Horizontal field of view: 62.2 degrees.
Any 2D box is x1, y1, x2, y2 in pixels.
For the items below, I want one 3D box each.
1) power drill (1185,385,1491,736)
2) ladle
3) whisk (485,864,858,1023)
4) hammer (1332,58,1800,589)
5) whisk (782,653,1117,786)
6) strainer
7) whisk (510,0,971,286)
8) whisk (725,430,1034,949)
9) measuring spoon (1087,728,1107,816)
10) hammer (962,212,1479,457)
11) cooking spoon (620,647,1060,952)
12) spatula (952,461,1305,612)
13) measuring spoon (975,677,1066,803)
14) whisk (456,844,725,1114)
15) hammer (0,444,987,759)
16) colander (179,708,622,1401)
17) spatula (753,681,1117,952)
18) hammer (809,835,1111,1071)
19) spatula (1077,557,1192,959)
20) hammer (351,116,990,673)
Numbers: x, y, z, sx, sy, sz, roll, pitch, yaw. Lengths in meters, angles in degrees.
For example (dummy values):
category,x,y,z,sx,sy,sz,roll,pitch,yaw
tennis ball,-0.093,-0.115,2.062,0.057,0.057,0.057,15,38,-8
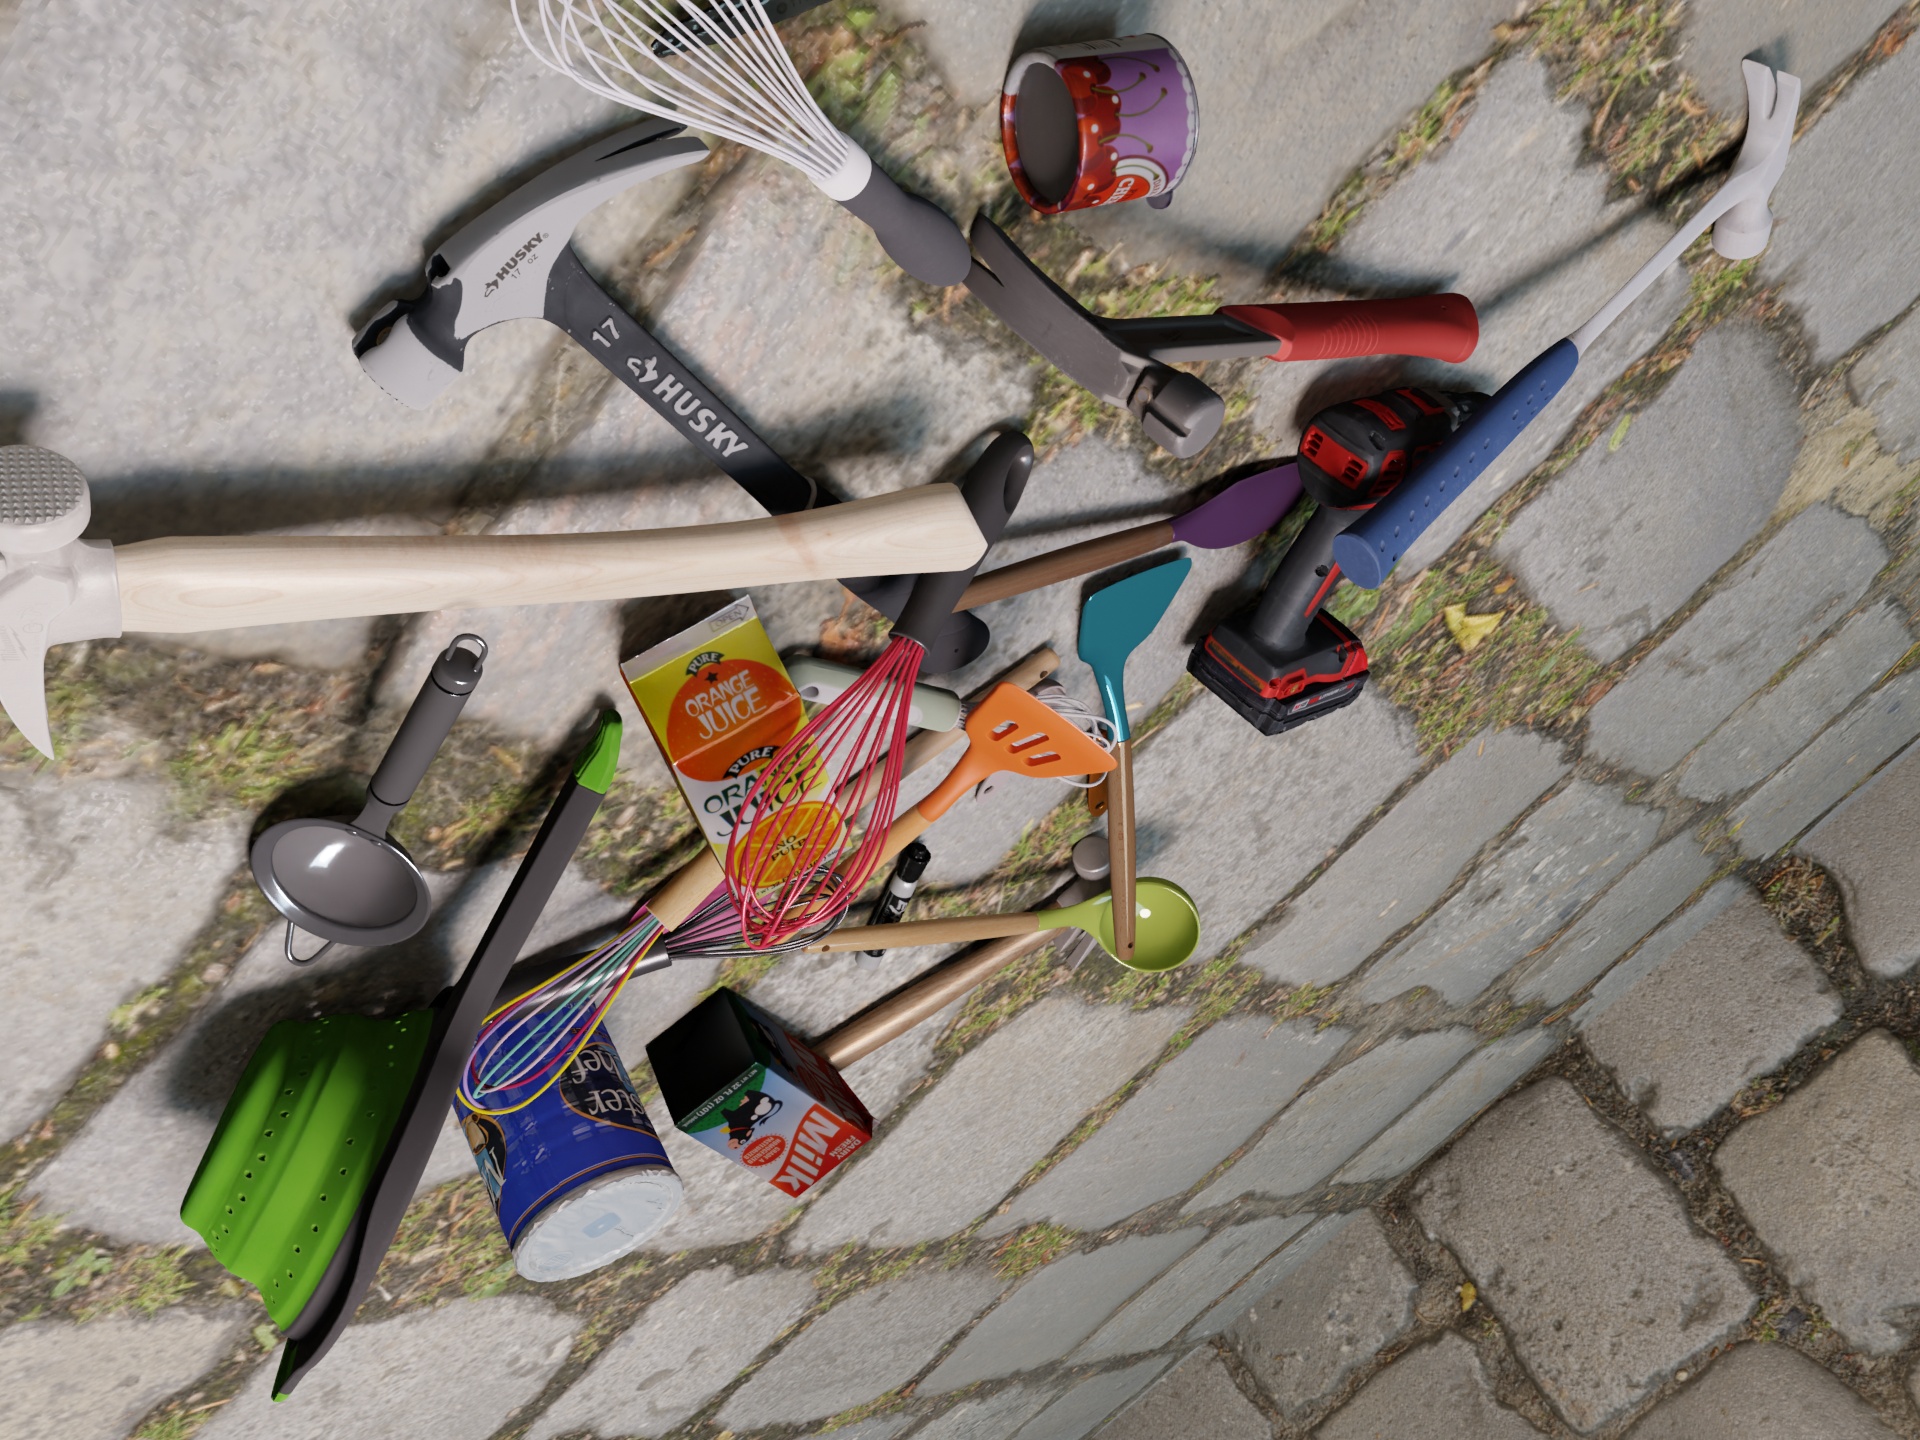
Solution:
category,x,y,z,sx,sy,sz,roll,pitch,yaw
power drill,0.256,-0.112,1.020,0.188,0.080,0.226,-18,141,-41
ladle,0.036,0.152,1.123,0.320,0.062,0.078,0,122,-33
whisk,-0.176,0.136,0.943,0.239,0.055,0.055,-17,144,-9
hammer,0.362,-0.226,0.935,0.405,0.035,0.143,-43,148,-15
whisk,-0.001,-0.003,0.928,0.246,0.059,0.058,13,146,-37
strainer,-0.259,0.035,0.720,0.086,0.050,0.258,29,134,-17
whisk,-0.061,-0.221,0.590,0.070,0.070,0.284,-45,157,14
whisk,-0.034,-0.021,0.785,0.296,0.073,0.073,-63,151,-15
measuring spoon,0.097,0.037,1.127,0.021,0.011,0.116,-28,150,-11
hammer,0.161,-0.203,0.811,0.359,0.149,0.036,-18,145,-46
cooking spoon,-0.071,0.051,0.977,0.319,0.017,0.068,-35,137,-2
spatula,0.099,-0.101,0.918,0.316,0.018,0.059,-20,145,-36
measuring spoon,0.032,0.013,1.034,0.034,0.018,0.124,-13,148,-35
whisk,-0.191,0.126,0.905,0.245,0.047,0.051,-45,161,-14
hammer,-0.176,-0.059,0.672,0.410,0.038,0.146,-7,149,-30
colander,-0.301,0.153,0.824,0.094,0.205,0.397,27,98,-18
spatula,-0.036,0.071,0.947,0.081,0.041,0.322,36,129,-17
hammer,-0.017,0.208,1.215,0.331,0.031,0.129,-30,147,-8
spatula,0.111,0.038,1.058,0.082,0.044,0.317,-22,124,-27
hammer,-0.082,-0.114,0.744,0.149,0.036,0.408,-42,148,7
